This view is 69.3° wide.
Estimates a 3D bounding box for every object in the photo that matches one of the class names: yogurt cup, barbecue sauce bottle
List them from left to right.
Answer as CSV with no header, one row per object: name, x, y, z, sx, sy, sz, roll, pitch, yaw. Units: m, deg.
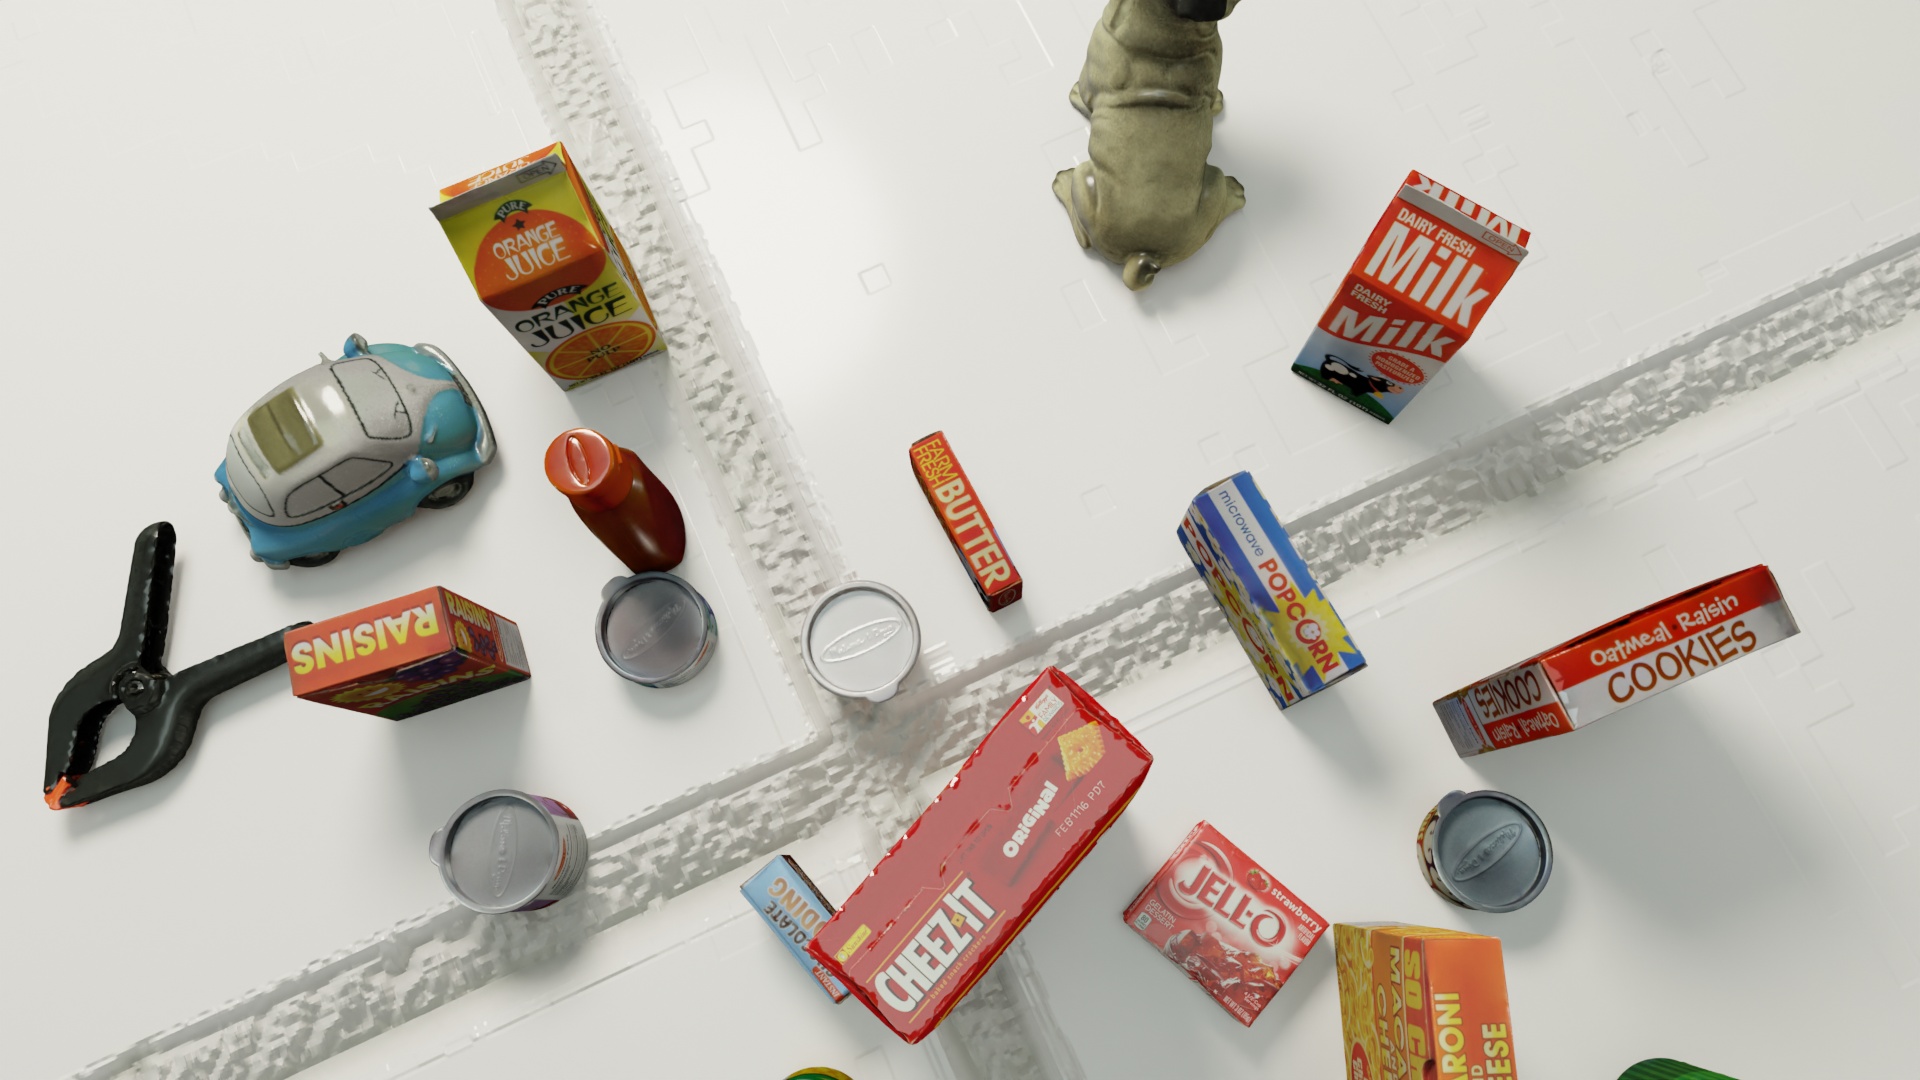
barbecue sauce bottle,-0.192,-0.024,0.778,0.044,0.148,0.065,-19,77,-3
yogurt cup,-0.056,0.061,0.803,0.072,0.054,0.072,0,76,1

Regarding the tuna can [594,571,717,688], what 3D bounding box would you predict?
tuna can,-0.180,0.052,0.819,0.071,0.032,0.071,0,76,1

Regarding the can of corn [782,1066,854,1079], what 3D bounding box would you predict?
can of corn,-0.077,0.319,0.738,0.071,0.058,0.071,0,76,1

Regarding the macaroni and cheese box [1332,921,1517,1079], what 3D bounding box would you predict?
macaroni and cheese box,0.228,0.257,0.691,0.040,0.166,0.124,-2,77,1

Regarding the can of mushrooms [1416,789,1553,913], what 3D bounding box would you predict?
can of mushrooms,0.291,0.172,0.778,0.071,0.033,0.071,0,76,1

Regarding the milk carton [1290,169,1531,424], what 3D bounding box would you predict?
milk carton,0.251,-0.138,0.775,0.072,0.190,0.073,31,79,8

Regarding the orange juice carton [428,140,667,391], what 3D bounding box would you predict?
orange juice carton,-0.233,-0.159,0.790,0.072,0.192,0.073,-23,77,-4

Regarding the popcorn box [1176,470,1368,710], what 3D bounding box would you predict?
popcorn box,0.173,0.030,0.790,0.038,0.085,0.127,-28,77,-5

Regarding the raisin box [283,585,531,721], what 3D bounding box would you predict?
raisin box,-0.303,0.066,0.772,0.086,0.123,0.040,-17,77,-3

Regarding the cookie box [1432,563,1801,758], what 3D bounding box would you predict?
cookie box,0.337,0.067,0.734,0.123,0.167,0.040,-23,77,-4

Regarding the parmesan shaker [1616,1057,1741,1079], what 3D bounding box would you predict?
parmesan shaker,0.383,0.308,0.707,0.071,0.103,0.071,0,77,1

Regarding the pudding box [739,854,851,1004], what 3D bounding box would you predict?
pudding box,-0.083,0.214,0.768,0.030,0.049,0.084,-41,79,-8

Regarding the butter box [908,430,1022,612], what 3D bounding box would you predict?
butter box,0.003,-0.010,0.820,0.024,0.053,0.103,-27,77,-5

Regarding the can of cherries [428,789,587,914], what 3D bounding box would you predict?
can of cherries,-0.251,0.173,0.777,0.071,0.058,0.071,0,76,1
